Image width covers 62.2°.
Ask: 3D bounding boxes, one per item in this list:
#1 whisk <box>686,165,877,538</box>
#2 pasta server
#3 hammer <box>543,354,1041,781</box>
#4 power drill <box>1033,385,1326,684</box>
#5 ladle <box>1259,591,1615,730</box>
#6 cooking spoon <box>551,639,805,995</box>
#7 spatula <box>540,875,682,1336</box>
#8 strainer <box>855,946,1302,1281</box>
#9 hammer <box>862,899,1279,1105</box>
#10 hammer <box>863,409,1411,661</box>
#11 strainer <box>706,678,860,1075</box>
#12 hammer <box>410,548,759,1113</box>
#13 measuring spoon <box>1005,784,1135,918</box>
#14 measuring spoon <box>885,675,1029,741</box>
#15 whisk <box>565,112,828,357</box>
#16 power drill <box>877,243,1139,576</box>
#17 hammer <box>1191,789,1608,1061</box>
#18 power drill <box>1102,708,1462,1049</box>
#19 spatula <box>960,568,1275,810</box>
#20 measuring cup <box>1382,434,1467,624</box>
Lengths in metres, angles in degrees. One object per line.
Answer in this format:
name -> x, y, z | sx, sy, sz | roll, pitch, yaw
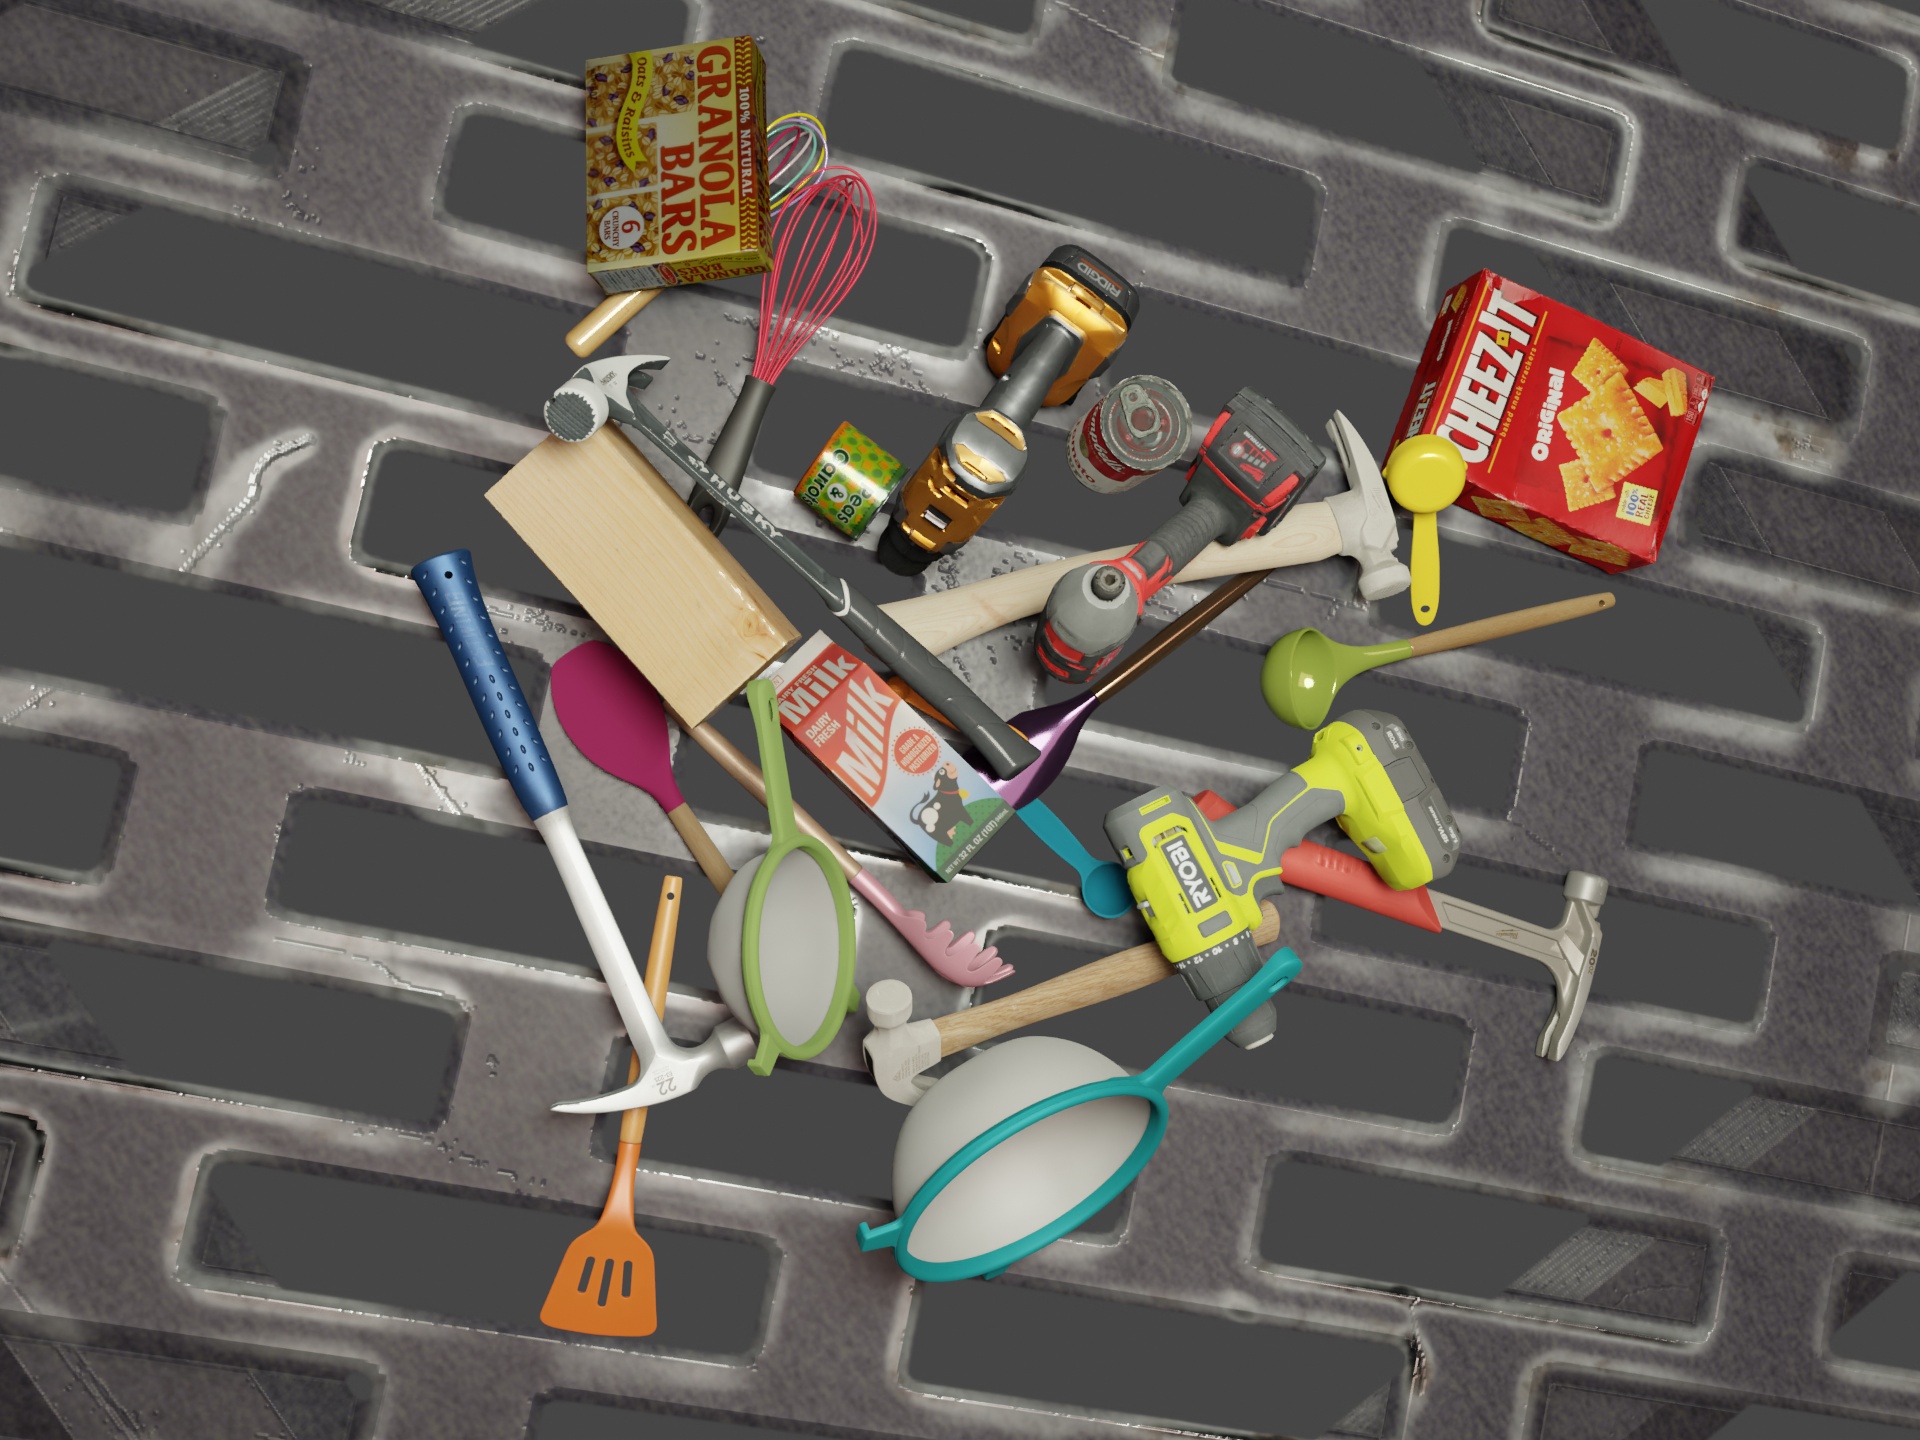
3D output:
whisk -> -0.135, -0.261, 1.143 | 0.073, 0.073, 0.296 | 23, 90, -9
pasta server -> -0.090, 0.087, 1.142 | 0.316, 0.060, 0.040 | 43, 89, -2
hammer -> -0.098, -0.099, 1.087 | 0.408, 0.149, 0.036 | 42, 114, -14
power drill -> 0.144, -0.123, 1.097 | 0.220, 0.143, 0.078 | -43, 82, -15
ladle -> 0.376, -0.059, 1.230 | 0.320, 0.062, 0.078 | -13, 104, -14
cooking spoon -> -0.189, 0.084, 1.134 | 0.069, 0.017, 0.319 | -33, 93, -4
spatula -> -0.229, 0.270, 1.118 | 0.081, 0.041, 0.323 | 10, 82, -10
strainer -> 0.079, 0.244, 1.091 | 0.340, 0.210, 0.095 | -42, 53, 7
hammer -> 0.086, 0.196, 1.152 | 0.331, 0.031, 0.130 | -16, 132, -20
hammer -> 0.123, -0.121, 1.185 | 0.410, 0.038, 0.146 | -13, 78, -8
strainer -> -0.138, 0.101, 1.073 | 0.069, 0.151, 0.256 | -5, 96, 22
hammer -> -0.283, 0.076, 1.093 | 0.144, 0.035, 0.405 | -24, 88, -14
measuring spoon -> 0.079, 0.096, 1.189 | 0.042, 0.021, 0.128 | -44, 87, -13
measuring spoon -> -0.002, -0.004, 1.170 | 0.117, 0.011, 0.021 | 24, 81, -1
whisk -> -0.191, -0.350, 1.142 | 0.245, 0.047, 0.051 | -44, 78, -6
power drill -> 0.024, -0.208, 1.130 | 0.084, 0.185, 0.226 | 35, 63, -8
hammer -> 0.324, 0.141, 1.221 | 0.359, 0.037, 0.149 | 19, 84, -10
power drill -> 0.237, 0.108, 1.142 | 0.228, 0.080, 0.190 | -25, 83, -15
spatula -> 0.122, -0.031, 1.198 | 0.316, 0.018, 0.060 | -38, 87, -9
measuring cup -> 0.354, -0.139, 1.209 | 0.062, 0.029, 0.156 | -3, 118, 11
